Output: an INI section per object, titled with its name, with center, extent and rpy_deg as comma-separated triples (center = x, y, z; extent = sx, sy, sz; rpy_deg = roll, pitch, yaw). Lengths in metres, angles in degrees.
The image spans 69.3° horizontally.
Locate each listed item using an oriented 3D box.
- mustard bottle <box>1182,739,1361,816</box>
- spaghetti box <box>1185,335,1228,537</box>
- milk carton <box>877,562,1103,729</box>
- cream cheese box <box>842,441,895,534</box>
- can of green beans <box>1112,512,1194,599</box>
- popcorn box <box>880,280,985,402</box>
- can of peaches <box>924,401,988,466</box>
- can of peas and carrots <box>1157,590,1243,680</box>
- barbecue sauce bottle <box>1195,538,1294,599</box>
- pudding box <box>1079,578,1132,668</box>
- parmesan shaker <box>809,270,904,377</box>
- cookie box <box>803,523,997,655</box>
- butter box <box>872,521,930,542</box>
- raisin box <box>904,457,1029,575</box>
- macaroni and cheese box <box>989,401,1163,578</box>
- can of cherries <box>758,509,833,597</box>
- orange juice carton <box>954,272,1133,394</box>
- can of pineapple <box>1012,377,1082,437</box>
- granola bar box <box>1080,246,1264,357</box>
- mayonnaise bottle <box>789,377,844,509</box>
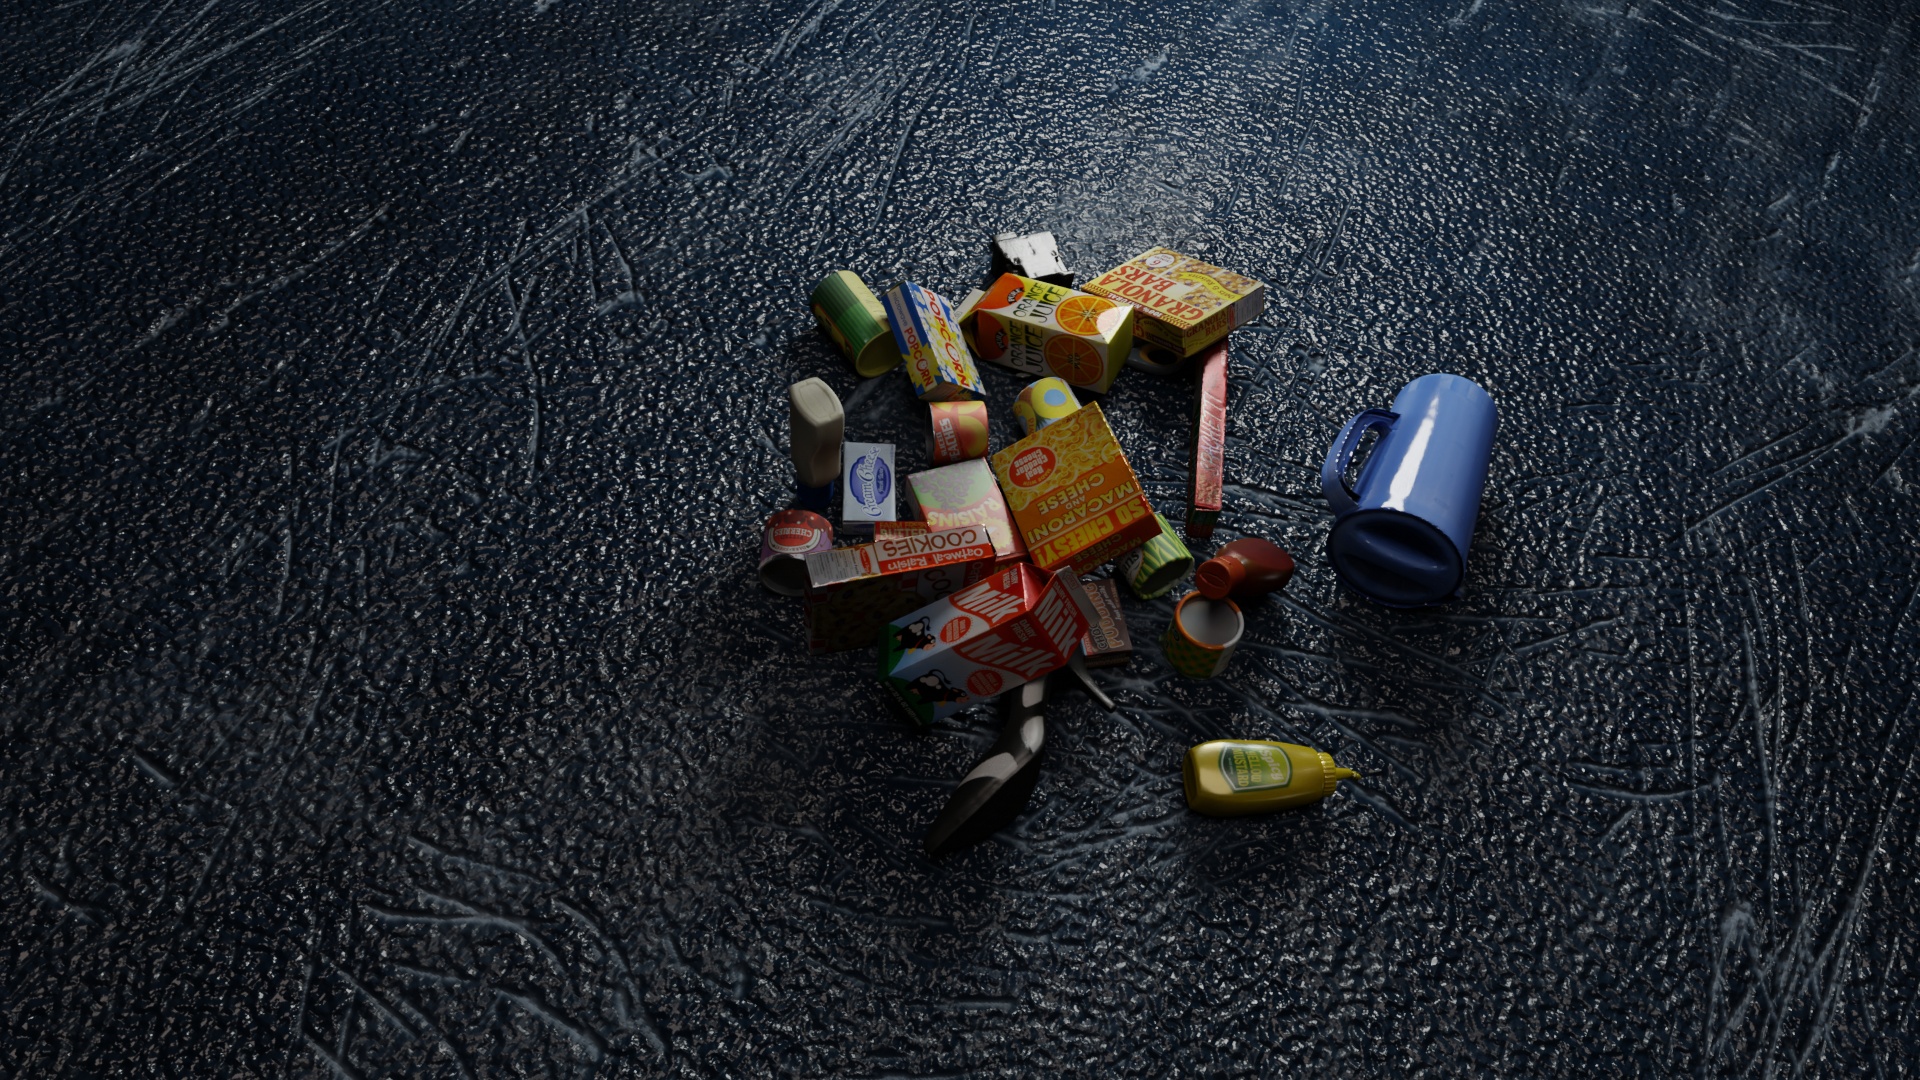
[mustard bottle]
center = 0.281, 0.209, 1.238
extent = 0.160, 0.048, 0.065
rpy_deg = -2, 56, -7
[spaghetti box]
center = 0.261, -0.115, 1.468
extent = 0.029, 0.050, 0.251
rpy_deg = 9, 54, 1
[milk carton]
center = 0.026, 0.085, 1.221
extent = 0.190, 0.072, 0.074
rpy_deg = -25, 33, 15
[cream cheese box]
center = -0.092, -0.053, 1.399
extent = 0.053, 0.024, 0.104
rpy_deg = 1, 54, -5
[can of green beans]
center = 0.186, 0.016, 1.356
extent = 0.071, 0.071, 0.058
rpy_deg = -20, 60, -19
[popcorn box]
center = -0.029, -0.204, 1.461
extent = 0.038, 0.085, 0.127
rpy_deg = -29, 70, 25
[can of peaches]
center = -0.004, -0.109, 1.422
extent = 0.058, 0.071, 0.071
rpy_deg = -2, 55, -9
[can of peas and carrots]
center = 0.227, 0.088, 1.313
extent = 0.071, 0.058, 0.071
rpy_deg = 3, 54, -4
[barbecue sauce bottle]
center = 0.267, 0.029, 1.322
extent = 0.065, 0.043, 0.149
rpy_deg = 30, 19, 25
[pudding box]
center = 0.130, 0.079, 1.326
extent = 0.050, 0.030, 0.084
rpy_deg = -5, 55, -9
[parmesan shaker]
center = -0.109, -0.234, 1.504
extent = 0.071, 0.071, 0.103
rpy_deg = -26, 60, -23
[cookie box]
center = -0.057, 0.047, 1.271
extent = 0.168, 0.122, 0.040
rpy_deg = -9, 57, -13
[butter box]
center = -0.058, 0.020, 1.302
extent = 0.053, 0.103, 0.024
rpy_deg = 1, 56, -7
[raisin box]
center = 0.005, -0.017, 1.375
extent = 0.086, 0.039, 0.124
rpy_deg = -13, 58, -16
[macaroni and cheese box]
center = 0.112, -0.045, 1.361
extent = 0.123, 0.040, 0.167
rpy_deg = -28, 47, 8
[can of cherries]
center = -0.156, 0.011, 1.317
extent = 0.071, 0.071, 0.059
rpy_deg = 5, 54, -3
[orange juice carton]
center = 0.084, -0.231, 1.505
extent = 0.193, 0.072, 0.072
rpy_deg = 19, 52, 20
[can of pineapple]
center = 0.093, -0.127, 1.448
extent = 0.071, 0.070, 0.058
rpy_deg = -16, 58, -17
[granola bar box]
center = 0.235, -0.267, 1.545
extent = 0.125, 0.038, 0.166
rpy_deg = -31, 40, -25
[mayonnaise bottle]
center = -0.140, -0.088, 1.342
extent = 0.041, 0.147, 0.065
rpy_deg = -24, 61, -21
